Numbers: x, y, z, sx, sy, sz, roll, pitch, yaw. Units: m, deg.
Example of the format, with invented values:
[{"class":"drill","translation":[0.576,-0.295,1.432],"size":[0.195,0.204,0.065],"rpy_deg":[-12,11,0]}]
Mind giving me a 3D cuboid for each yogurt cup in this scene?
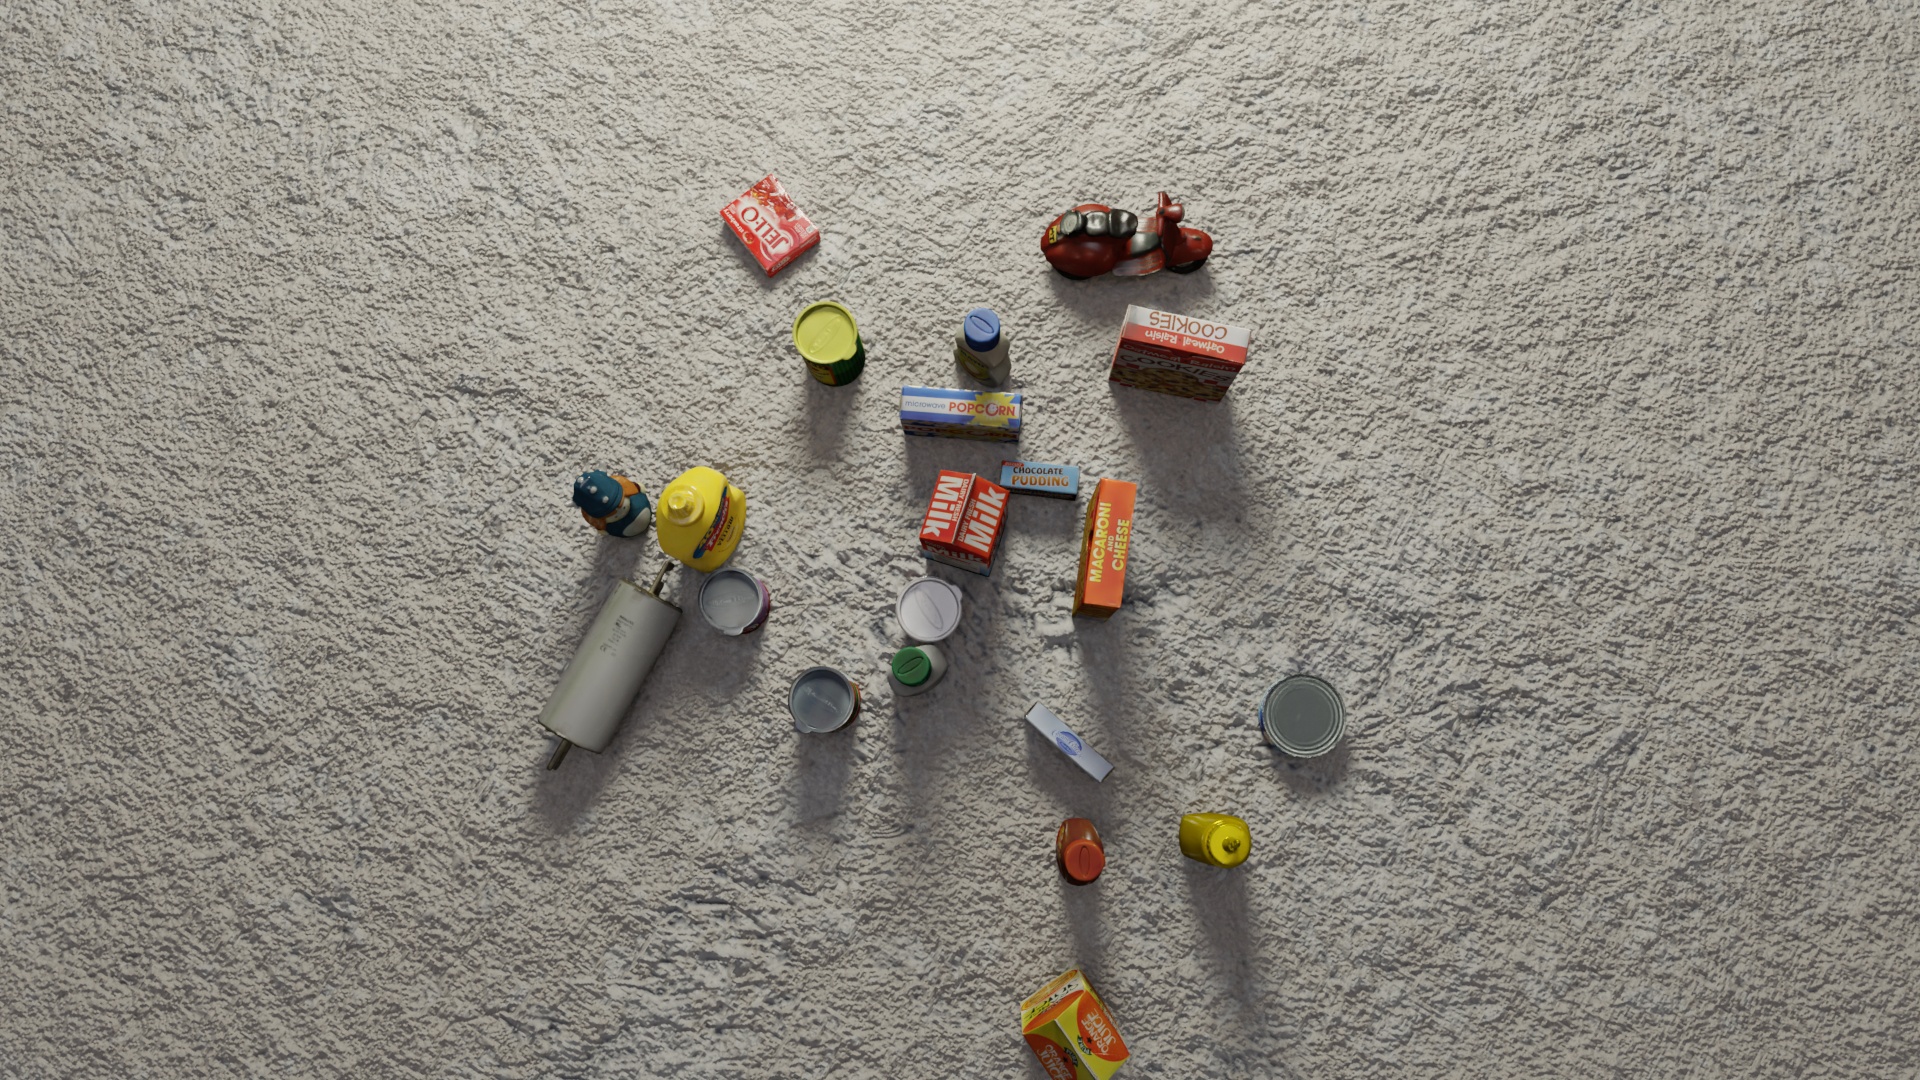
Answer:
[{"class":"yogurt cup","translation":[-0.032,0.073,1.442],"size":[0.072,0.054,0.072],"rpy_deg":[0,82,1]}]

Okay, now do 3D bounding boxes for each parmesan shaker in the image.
[{"class":"parmesan shaker","translation":[-0.135,-0.203,1.462],"size":[0.071,0.103,0.071],"rpy_deg":[0,82,1]}]

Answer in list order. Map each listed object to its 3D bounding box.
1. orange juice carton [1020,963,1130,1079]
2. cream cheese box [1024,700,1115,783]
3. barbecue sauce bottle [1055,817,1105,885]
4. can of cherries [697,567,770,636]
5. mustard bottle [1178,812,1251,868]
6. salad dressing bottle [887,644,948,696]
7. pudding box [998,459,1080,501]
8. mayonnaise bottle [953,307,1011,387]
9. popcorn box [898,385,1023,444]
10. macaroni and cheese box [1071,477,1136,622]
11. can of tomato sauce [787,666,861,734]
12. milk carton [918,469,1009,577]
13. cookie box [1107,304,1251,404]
[{"class":"orange juice carton","translation":[0.106,0.464,1.310],"size":[0.073,0.192,0.072],"rpy_deg":[-34,83,-3]},{"class":"cream cheese box","translation":[0.110,0.206,1.419],"size":[0.104,0.053,0.024],"rpy_deg":[41,85,7]},{"class":"barbecue sauce bottle","translation":[0.117,0.307,1.356],"size":[0.044,0.148,0.065],"rpy_deg":[0,82,1]},{"class":"can of cherries","translation":[-0.235,0.066,1.446],"size":[0.071,0.058,0.071],"rpy_deg":[0,82,1]},{"class":"mustard bottle","translation":[0.251,0.292,1.349],"size":[0.065,0.160,0.049],"rpy_deg":[2,82,2]},{"class":"salad dressing bottle","translation":[-0.045,0.129,1.387],"size":[0.064,0.147,0.044],"rpy_deg":[-32,82,-3]},{"class":"pudding box","translation":[0.083,-0.064,1.463],"size":[0.084,0.049,0.030],"rpy_deg":[7,82,2]},{"class":"mayonnaise bottle","translation":[0.022,-0.202,1.436],"size":[0.065,0.148,0.041],"rpy_deg":[36,84,6]},{"class":"popcorn box","translation":[0.001,-0.132,1.457],"size":[0.127,0.085,0.038],"rpy_deg":[5,82,2]},{"class":"macaroni and cheese box","translation":[0.142,0.013,1.391],"size":[0.040,0.166,0.124],"rpy_deg":[8,82,3]},{"class":"can of tomato sauce","translation":[-0.138,0.165,1.416],"size":[0.071,0.083,0.071],"rpy_deg":[0,82,1]},{"class":"milk carton","translation":[0.005,-0.017,1.386],"size":[0.073,0.190,0.072],"rpy_deg":[17,83,4]},{"class":"cookie box","translation":[0.220,-0.186,1.419],"size":[0.123,0.167,0.040],"rpy_deg":[12,82,3]}]
